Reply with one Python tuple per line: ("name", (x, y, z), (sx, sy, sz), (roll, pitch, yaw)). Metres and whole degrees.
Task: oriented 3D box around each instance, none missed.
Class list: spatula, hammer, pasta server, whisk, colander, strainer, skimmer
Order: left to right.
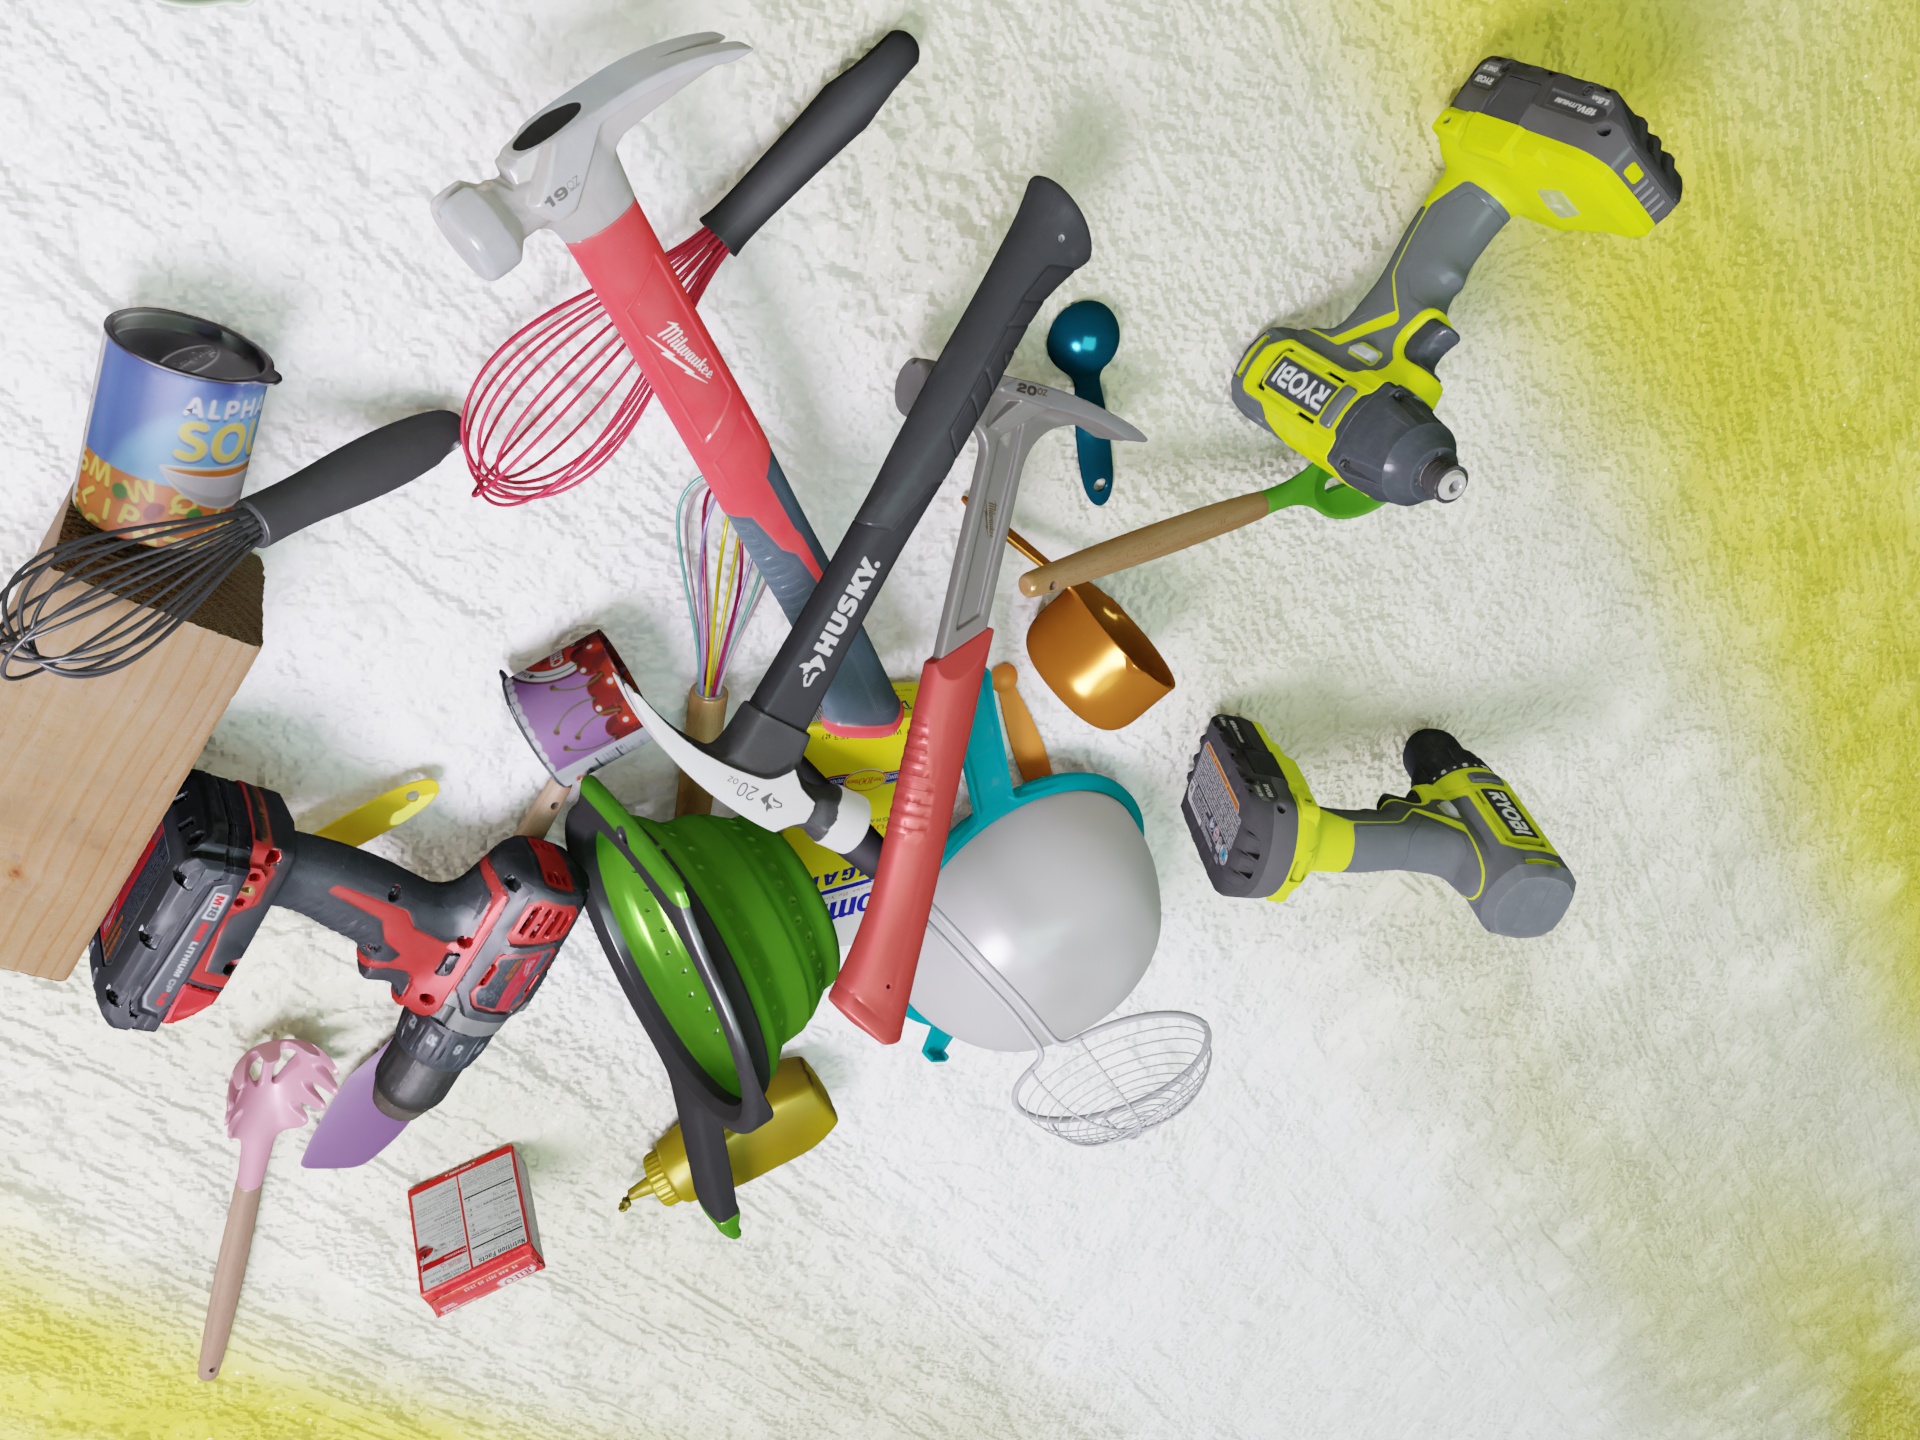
("pasta server", (-0.440, 0.308, 0.978), (0.060, 0.040, 0.316), (0, 125, -39))
("whisk", (-0.303, -0.082, 0.684), (0.239, 0.055, 0.055), (-43, 144, -44))
("spatula", (-0.306, 0.157, 0.945), (0.059, 0.018, 0.316), (13, 118, -45))
("whisk", (-0.127, -0.211, 0.741), (0.296, 0.073, 0.073), (-45, 130, 3))
("whisk", (-0.138, -0.032, 0.874), (0.051, 0.047, 0.244), (-4, 128, -25))
("colander", (-0.132, 0.180, 0.949), (0.094, 0.205, 0.396), (-28, 139, -26))
("hammer", (-0.092, -0.127, 0.765), (0.143, 0.038, 0.385), (-41, 140, -13))
("hammer", (-0.035, -0.106, 0.761), (0.146, 0.035, 0.335), (28, 92, -33))
("hammer", (-0.001, -0.003, 0.854), (0.149, 0.037, 0.359), (9, 96, -35))
("skimmer", (0.004, 0.118, 0.935), (0.127, 0.090, 0.363), (-39, 100, 23))
("strainer", (0.049, 0.102, 0.989), (0.211, 0.095, 0.340), (-31, 140, -16))

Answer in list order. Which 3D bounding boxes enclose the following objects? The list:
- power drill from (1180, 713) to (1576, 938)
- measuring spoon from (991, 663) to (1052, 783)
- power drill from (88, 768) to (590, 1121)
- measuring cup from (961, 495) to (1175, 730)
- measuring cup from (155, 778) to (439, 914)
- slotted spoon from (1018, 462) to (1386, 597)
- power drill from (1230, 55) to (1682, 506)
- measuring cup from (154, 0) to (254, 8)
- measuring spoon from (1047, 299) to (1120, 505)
("power drill", (0.272, 0.058, 1.064), (0.228, 0.191, 0.080), (7, 121, -13))
("measuring spoon", (0.041, 0.010, 1.010), (0.021, 0.011, 0.116), (-27, 131, -6))
("power drill", (-0.331, 0.129, 0.843), (0.226, 0.080, 0.188), (21, 111, -42))
("measuring cup", (0.049, -0.060, 0.930), (0.173, 0.095, 0.052), (39, 110, -21))
("measuring cup", (-0.355, 0.065, 0.853), (0.156, 0.029, 0.062), (-29, 133, -13))
("slotted spoon", (0.154, -0.119, 0.907), (0.313, 0.031, 0.070), (-22, 133, -34))
("power drill", (0.263, -0.225, 0.845), (0.080, 0.171, 0.223), (27, 105, -37))
("measuring cup", (-0.257, -0.336, 0.599), (0.167, 0.038, 0.083), (-33, 131, -3))
("measuring spoon", (0.076, -0.171, 0.888), (0.042, 0.021, 0.128), (-21, 130, -11))
